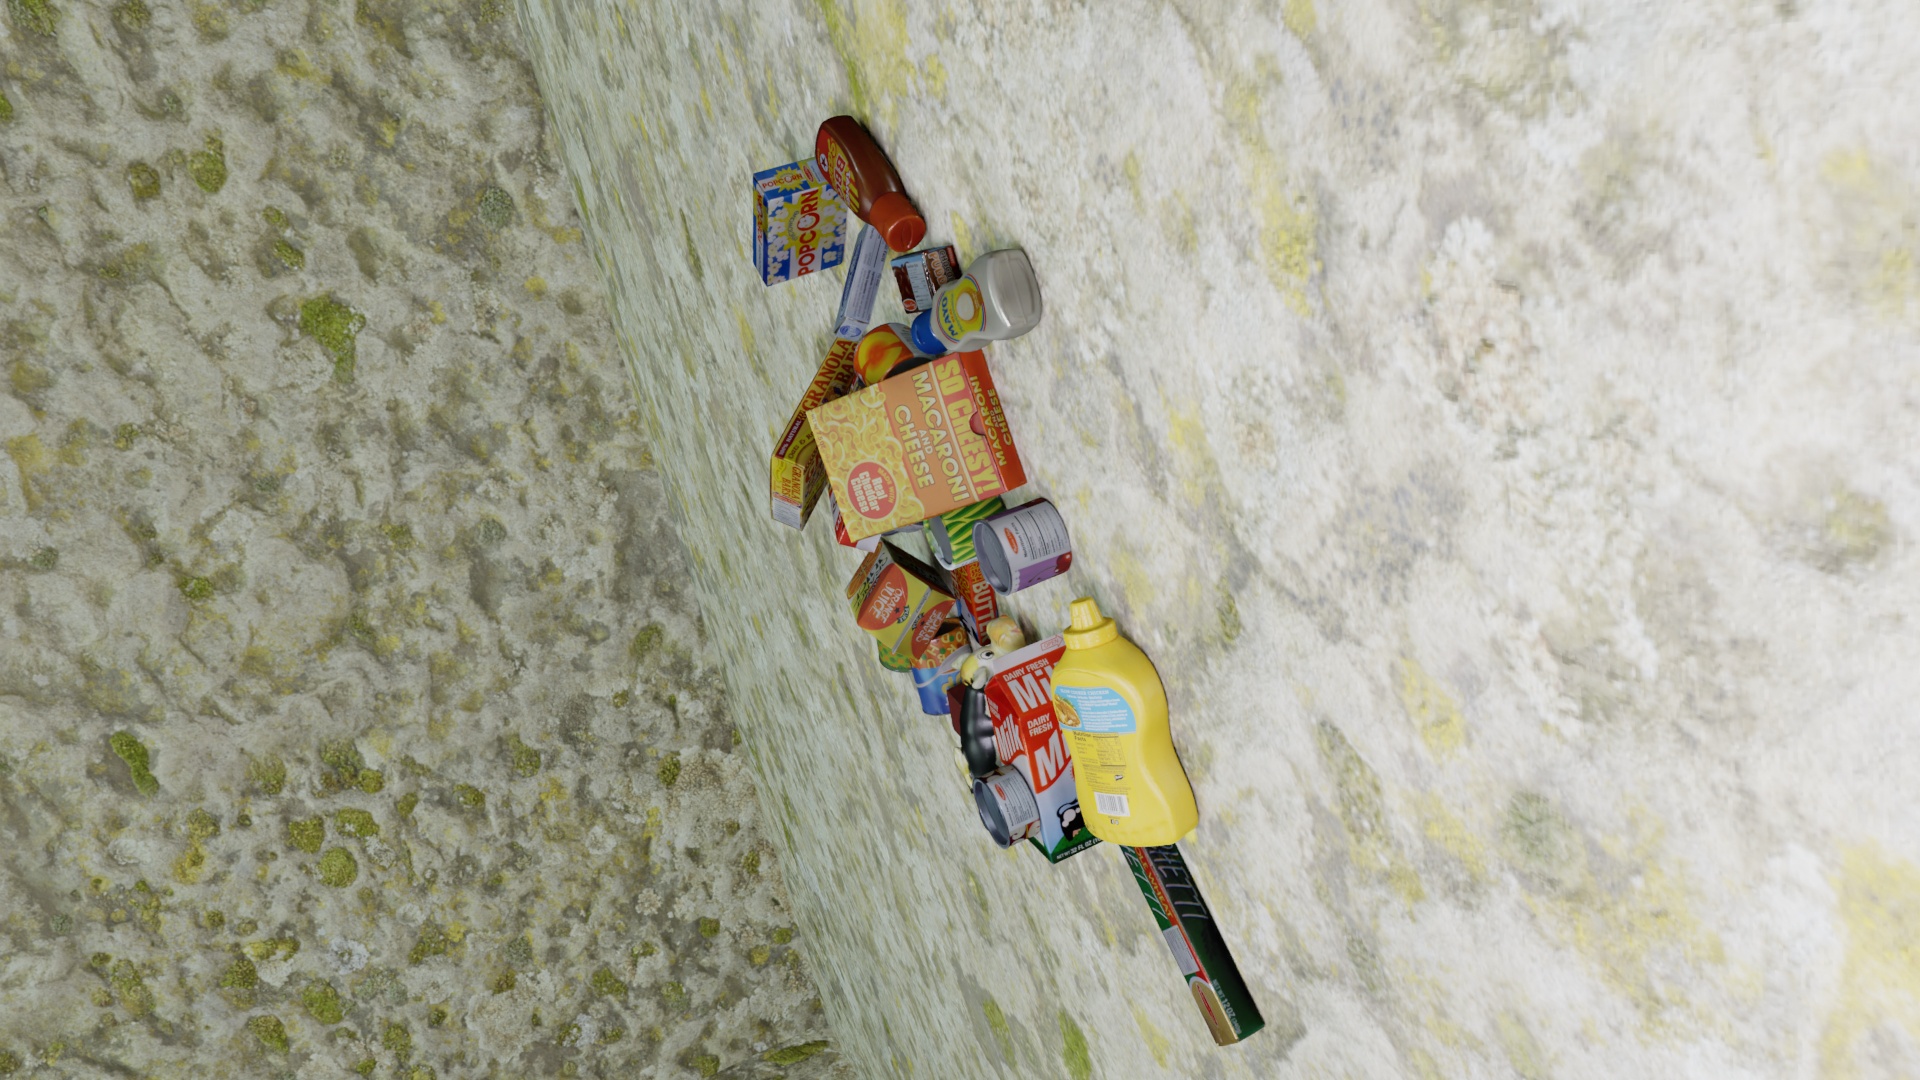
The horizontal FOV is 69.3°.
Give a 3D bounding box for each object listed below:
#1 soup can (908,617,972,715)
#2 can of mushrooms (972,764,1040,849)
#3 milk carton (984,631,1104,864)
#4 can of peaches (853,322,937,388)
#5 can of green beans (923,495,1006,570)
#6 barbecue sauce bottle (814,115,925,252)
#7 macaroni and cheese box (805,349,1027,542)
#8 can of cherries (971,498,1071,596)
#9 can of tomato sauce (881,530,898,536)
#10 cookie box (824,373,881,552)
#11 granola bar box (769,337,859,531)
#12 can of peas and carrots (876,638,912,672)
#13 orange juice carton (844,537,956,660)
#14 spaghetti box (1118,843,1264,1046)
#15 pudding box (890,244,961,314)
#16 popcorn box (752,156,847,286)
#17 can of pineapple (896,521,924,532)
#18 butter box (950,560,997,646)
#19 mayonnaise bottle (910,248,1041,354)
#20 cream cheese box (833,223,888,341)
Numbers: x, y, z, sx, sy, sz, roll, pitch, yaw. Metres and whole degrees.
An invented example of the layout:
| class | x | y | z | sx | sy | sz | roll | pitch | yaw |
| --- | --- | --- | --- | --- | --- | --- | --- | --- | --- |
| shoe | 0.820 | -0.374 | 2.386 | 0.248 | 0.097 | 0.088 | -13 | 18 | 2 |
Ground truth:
| class | x | y | z | sx | sy | sz | roll | pitch | yaw |
| --- | --- | --- | --- | --- | --- | --- | --- | --- | --- |
| soup can | -0.016 | 0.130 | 1.437 | 0.071 | 0.071 | 0.083 | 20 | 127 | 67 |
| can of mushrooms | 0.039 | 0.230 | 1.199 | 0.071 | 0.033 | 0.070 | 54 | 156 | 37 |
| milk carton | 0.077 | 0.175 | 1.206 | 0.073 | 0.072 | 0.189 | 32 | 140 | 61 |
| can of peaches | -0.057 | -0.152 | 1.252 | 0.058 | 0.071 | 0.070 | 51 | 154 | 43 |
| can of green beans | 0.005 | -0.013 | 1.237 | 0.071 | 0.058 | 0.071 | 55 | 156 | 39 |
| barbecue sauce bottle | -0.077 | -0.304 | 1.196 | 0.149 | 0.044 | 0.064 | 56 | 155 | 36 |
| macaroni and cheese box | -0.040 | -0.079 | 1.176 | 0.166 | 0.040 | 0.123 | -18 | 93 | 33 |
| can of cherries | 0.049 | 0.005 | 1.131 | 0.072 | 0.058 | 0.071 | 54 | 156 | 38 |
| can of tomato sauce | -0.088 | -0.054 | 1.443 | 0.083 | 0.071 | 0.070 | 56 | 157 | 38 |
| cookie box | -0.089 | -0.083 | 1.315 | 0.168 | 0.040 | 0.122 | -109 | 37 | -60 |
| granola bar box | -0.145 | -0.110 | 1.426 | 0.039 | 0.166 | 0.123 | 21 | 149 | 4 |
| can of peas and carrots | -0.059 | 0.104 | 1.533 | 0.071 | 0.071 | 0.058 | 47 | 150 | 50 |
| orange juice carton | -0.060 | 0.058 | 1.370 | 0.073 | 0.071 | 0.193 | 31 | -176 | -13 |
| spaghetti box | 0.168 | 0.282 | 1.123 | 0.250 | 0.029 | 0.050 | 64 | 161 | 17 |
| pudding box | -0.027 | -0.218 | 1.163 | 0.084 | 0.030 | 0.049 | 17 | 126 | 68 |
| popcorn box | -0.156 | -0.310 | 1.349 | 0.038 | 0.085 | 0.126 | 60 | 159 | 23 |
| can of pineapple | -0.045 | -0.045 | 1.341 | 0.071 | 0.071 | 0.057 | 70 | 162 | 1 |
| butter box | 0.012 | 0.046 | 1.333 | 0.053 | 0.024 | 0.103 | -136 | 32 | -56 |
| mayonnaise bottle | 0.008 | -0.174 | 1.060 | 0.148 | 0.041 | 0.064 | -13 | 93 | 63 |
| cream cheese box | -0.087 | -0.235 | 1.241 | 0.053 | 0.024 | 0.104 | 152 | 132 | -72 |
